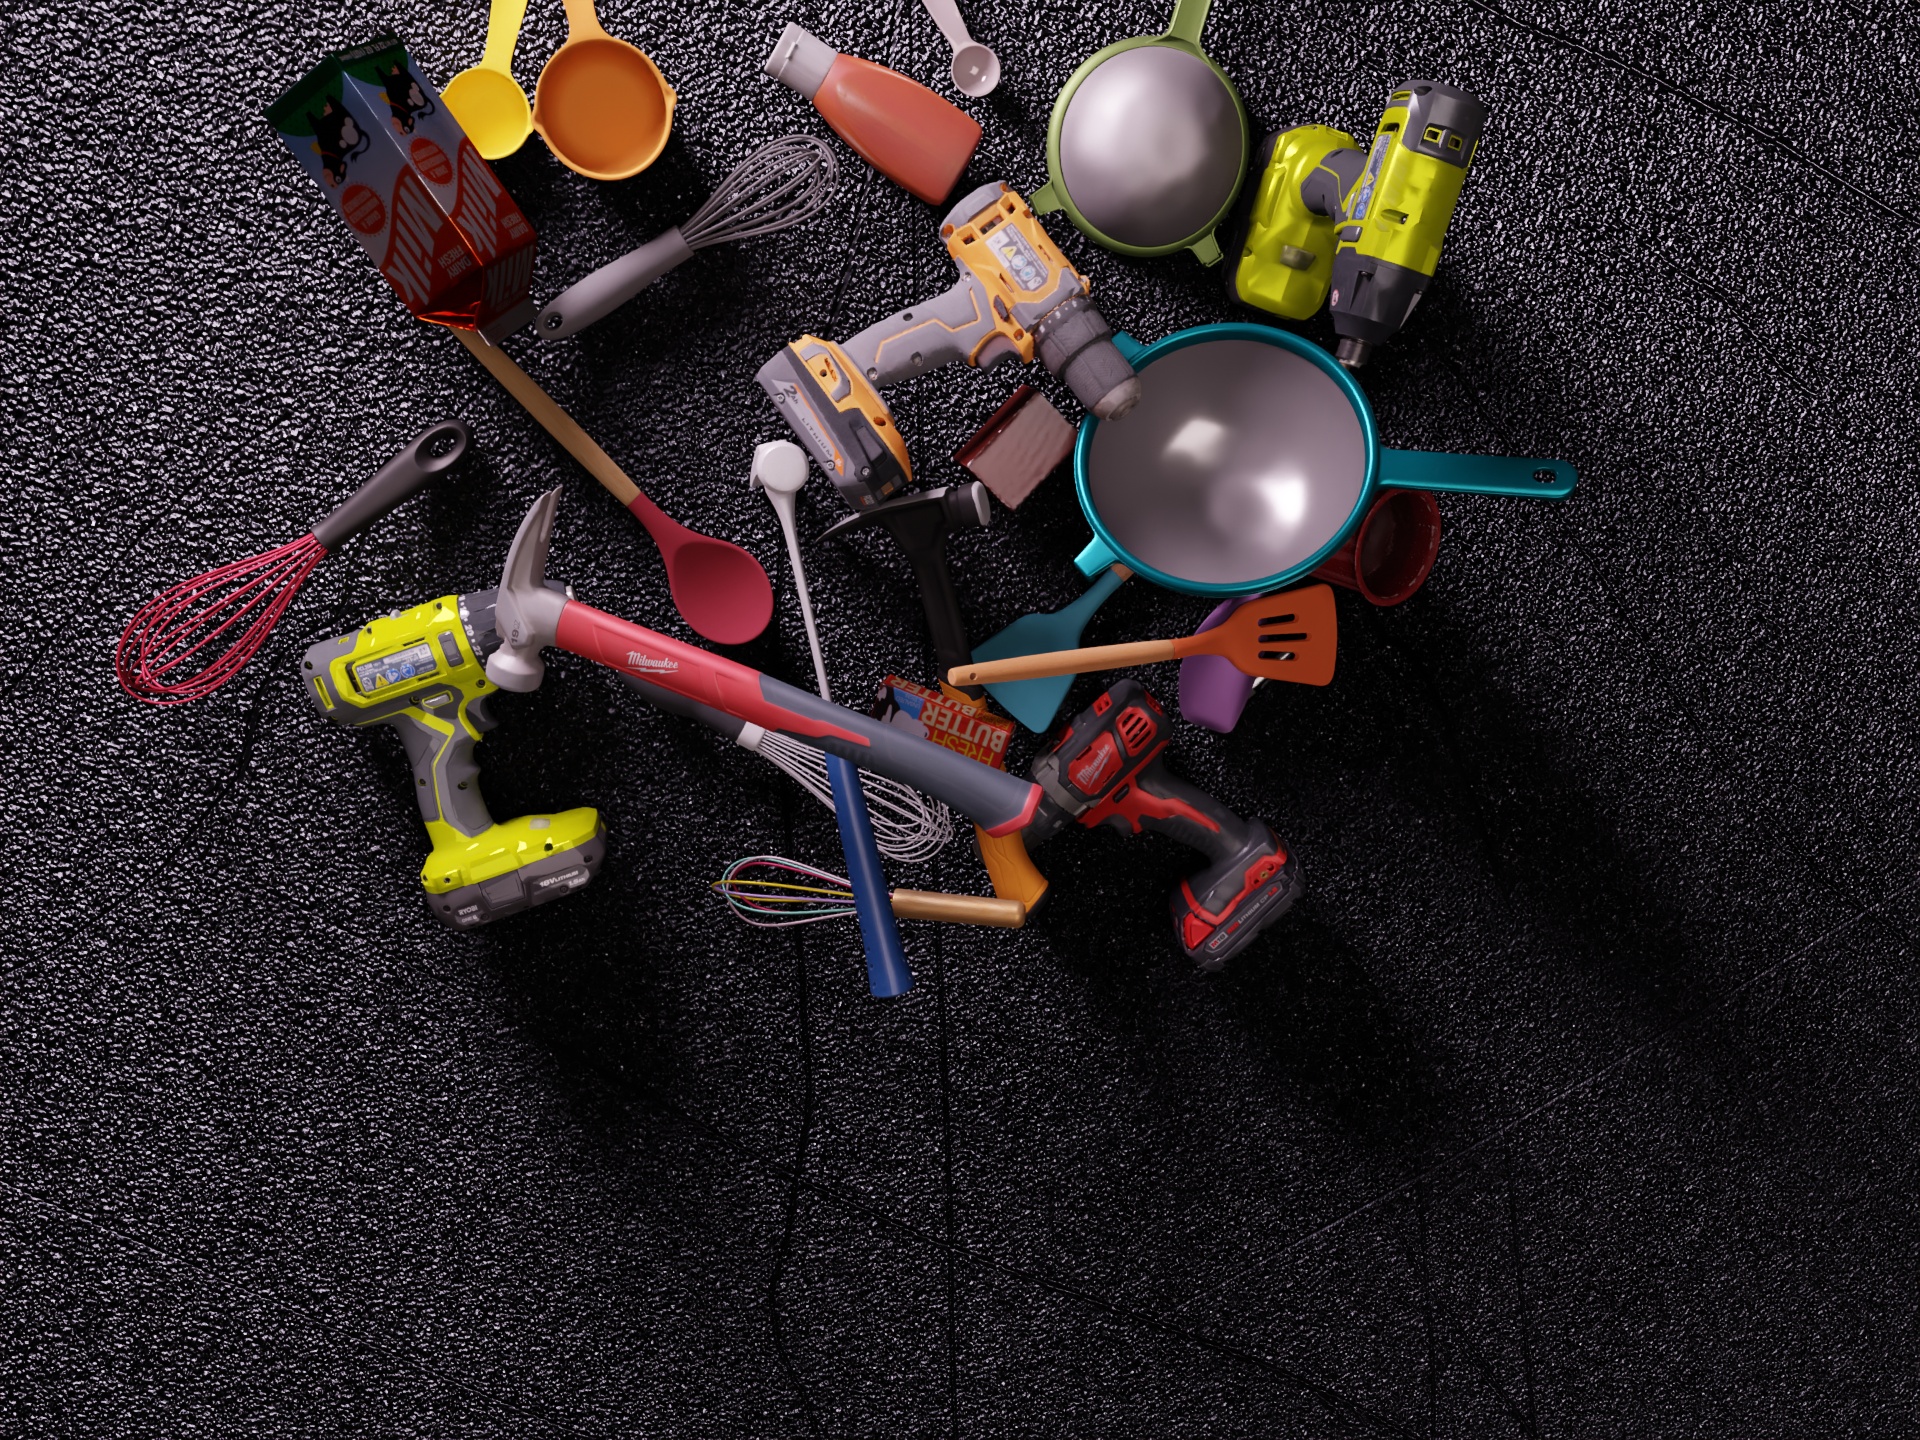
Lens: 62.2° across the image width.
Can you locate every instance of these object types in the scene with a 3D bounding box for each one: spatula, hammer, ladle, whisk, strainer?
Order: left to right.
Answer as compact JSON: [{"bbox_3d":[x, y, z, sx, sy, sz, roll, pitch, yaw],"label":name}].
[{"bbox_3d":[-0.458,-0.113,1.101,0.296,0.073,0.073,-39,110,-4],"label":"whisk"},{"bbox_3d":[-0.253,-0.176,1.134,0.069,0.031,0.315,-43,107,1],"label":"ladle"},{"bbox_3d":[-0.189,-0.327,1.093,0.239,0.055,0.055,-30,110,4],"label":"whisk"},{"bbox_3d":[-0.124,-0.025,1.057,0.386,0.038,0.143,21,113,4],"label":"hammer"},{"bbox_3d":[-0.130,0.025,1.203,0.284,0.070,0.070,29,99,-12],"label":"whisk"},{"bbox_3d":[-0.091,0.002,1.136,0.035,0.144,0.405,-13,103,-8],"label":"hammer"},{"bbox_3d":[-0.072,0.137,1.222,0.245,0.051,0.047,5,131,8],"label":"whisk"},{"bbox_3d":[-0.002,-0.004,1.192,0.127,0.034,0.336,-11,106,18],"label":"hammer"},{"bbox_3d":[0.140,-0.129,1.213,0.082,0.044,0.317,44,93,-1],"label":"spatula"},{"bbox_3d":[0.141,-0.050,1.189,0.322,0.041,0.081,-8,103,-26],"label":"spatula"},{"bbox_3d":[0.155,-0.452,1.104,0.151,0.069,0.256,13,105,-14],"label":"strainer"},{"bbox_3d":[0.242,-0.142,1.236,0.060,0.018,0.316,20,100,0],"label":"spatula"},{"bbox_3d":[0.254,-0.166,1.136,0.340,0.095,0.211,6,73,11],"label":"strainer"}]

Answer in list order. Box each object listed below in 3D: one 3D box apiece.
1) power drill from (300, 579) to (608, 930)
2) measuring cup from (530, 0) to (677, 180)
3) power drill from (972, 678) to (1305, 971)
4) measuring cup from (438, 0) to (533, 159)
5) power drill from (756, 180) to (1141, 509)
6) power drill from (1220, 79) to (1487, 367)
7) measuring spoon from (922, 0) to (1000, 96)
[{"bbox_3d":[-0.340,0.019,1.151,0.190,0.080,0.228,-19,107,-5],"label":"power drill"},{"bbox_3d":[-0.244,-0.443,1.043,0.095,0.052,0.173,-13,107,-6],"label":"measuring cup"},{"bbox_3d":[0.140,0.099,1.266,0.226,0.080,0.188,42,102,-15],"label":"power drill"},{"bbox_3d":[-0.300,-0.448,1.044,0.062,0.029,0.156,13,101,-14],"label":"measuring cup"},{"bbox_3d":[-0.003,-0.240,1.108,0.226,0.084,0.185,-37,84,0],"label":"power drill"},{"bbox_3d":[0.258,-0.331,1.078,0.080,0.223,0.171,13,104,-14],"label":"power drill"},{"bbox_3d":[-0.012,-0.488,1.095,0.034,0.018,0.124,-30,103,0],"label":"measuring spoon"}]
